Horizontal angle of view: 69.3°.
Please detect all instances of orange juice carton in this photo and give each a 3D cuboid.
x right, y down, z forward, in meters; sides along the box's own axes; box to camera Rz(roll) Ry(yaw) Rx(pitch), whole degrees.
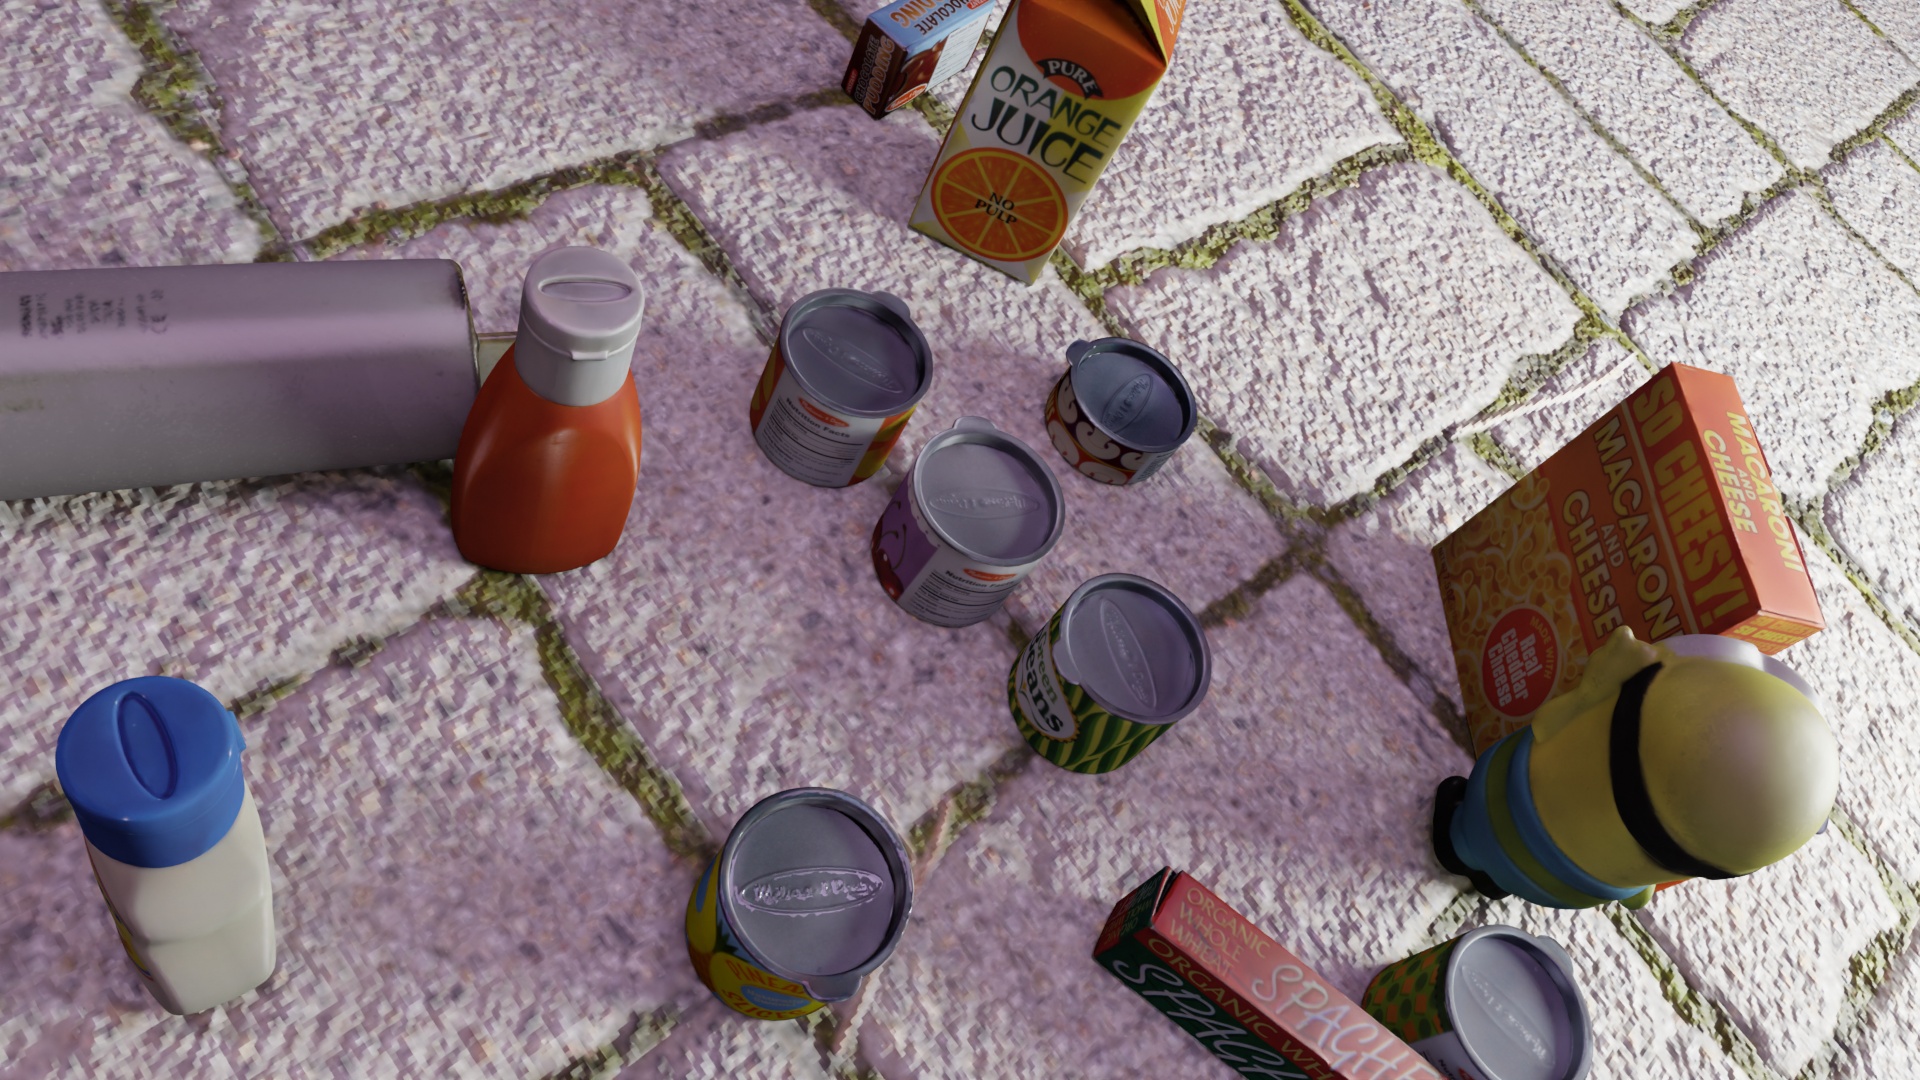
[{"bbox_3d":[0.047,-0.216,0.647,0.073,0.191,0.072,25,54,-8],"label":"orange juice carton"}]

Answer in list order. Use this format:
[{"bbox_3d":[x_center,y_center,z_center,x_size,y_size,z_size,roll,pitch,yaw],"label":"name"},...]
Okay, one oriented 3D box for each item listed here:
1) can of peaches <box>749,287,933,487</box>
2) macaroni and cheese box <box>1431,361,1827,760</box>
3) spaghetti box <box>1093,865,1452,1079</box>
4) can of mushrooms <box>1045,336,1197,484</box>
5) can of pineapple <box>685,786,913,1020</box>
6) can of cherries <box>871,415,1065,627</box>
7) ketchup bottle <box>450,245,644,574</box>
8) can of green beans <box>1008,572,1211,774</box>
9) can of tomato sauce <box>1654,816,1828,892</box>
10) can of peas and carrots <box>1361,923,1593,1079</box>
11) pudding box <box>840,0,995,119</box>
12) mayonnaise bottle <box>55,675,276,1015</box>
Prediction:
[{"bbox_3d":[-0.051,-0.066,0.595,0.071,0.057,0.071,11,57,-17],"label":"can of peaches"},{"bbox_3d":[0.289,0.018,0.625,0.040,0.165,0.124,11,57,-18],"label":"macaroni and cheese box"},{"bbox_3d":[0.161,0.214,0.520,0.250,0.050,0.029,38,53,2],"label":"spaghetti box"},{"bbox_3d":[0.074,-0.063,0.664,0.071,0.033,0.071,11,57,-17],"label":"can of mushrooms"},{"bbox_3d":[-0.056,0.126,0.473,0.071,0.057,0.071,11,57,-17],"label":"can of pineapple"},{"bbox_3d":[0.002,-0.007,0.582,0.071,0.058,0.072,11,57,-17],"label":"can of cherries"},{"bbox_3d":[-0.140,-0.040,0.483,0.065,0.148,0.044,-3,62,-25],"label":"ketchup bottle"},{"bbox_3d":[0.060,0.055,0.569,0.071,0.057,0.071,11,57,-17],"label":"can of green beans"},{"bbox_3d":[0.333,0.119,0.634,0.071,0.082,0.071,11,57,-17],"label":"can of tomato sauce"},{"bbox_3d":[0.203,0.190,0.548,0.071,0.058,0.071,11,57,-17],"label":"can of peas and carrots"},{"bbox_3d":[-0.021,-0.264,0.736,0.030,0.049,0.084,42,53,5],"label":"pudding box"},{"bbox_3d":[-0.213,0.082,0.376,0.041,0.147,0.065,-20,70,-32],"label":"mayonnaise bottle"}]
